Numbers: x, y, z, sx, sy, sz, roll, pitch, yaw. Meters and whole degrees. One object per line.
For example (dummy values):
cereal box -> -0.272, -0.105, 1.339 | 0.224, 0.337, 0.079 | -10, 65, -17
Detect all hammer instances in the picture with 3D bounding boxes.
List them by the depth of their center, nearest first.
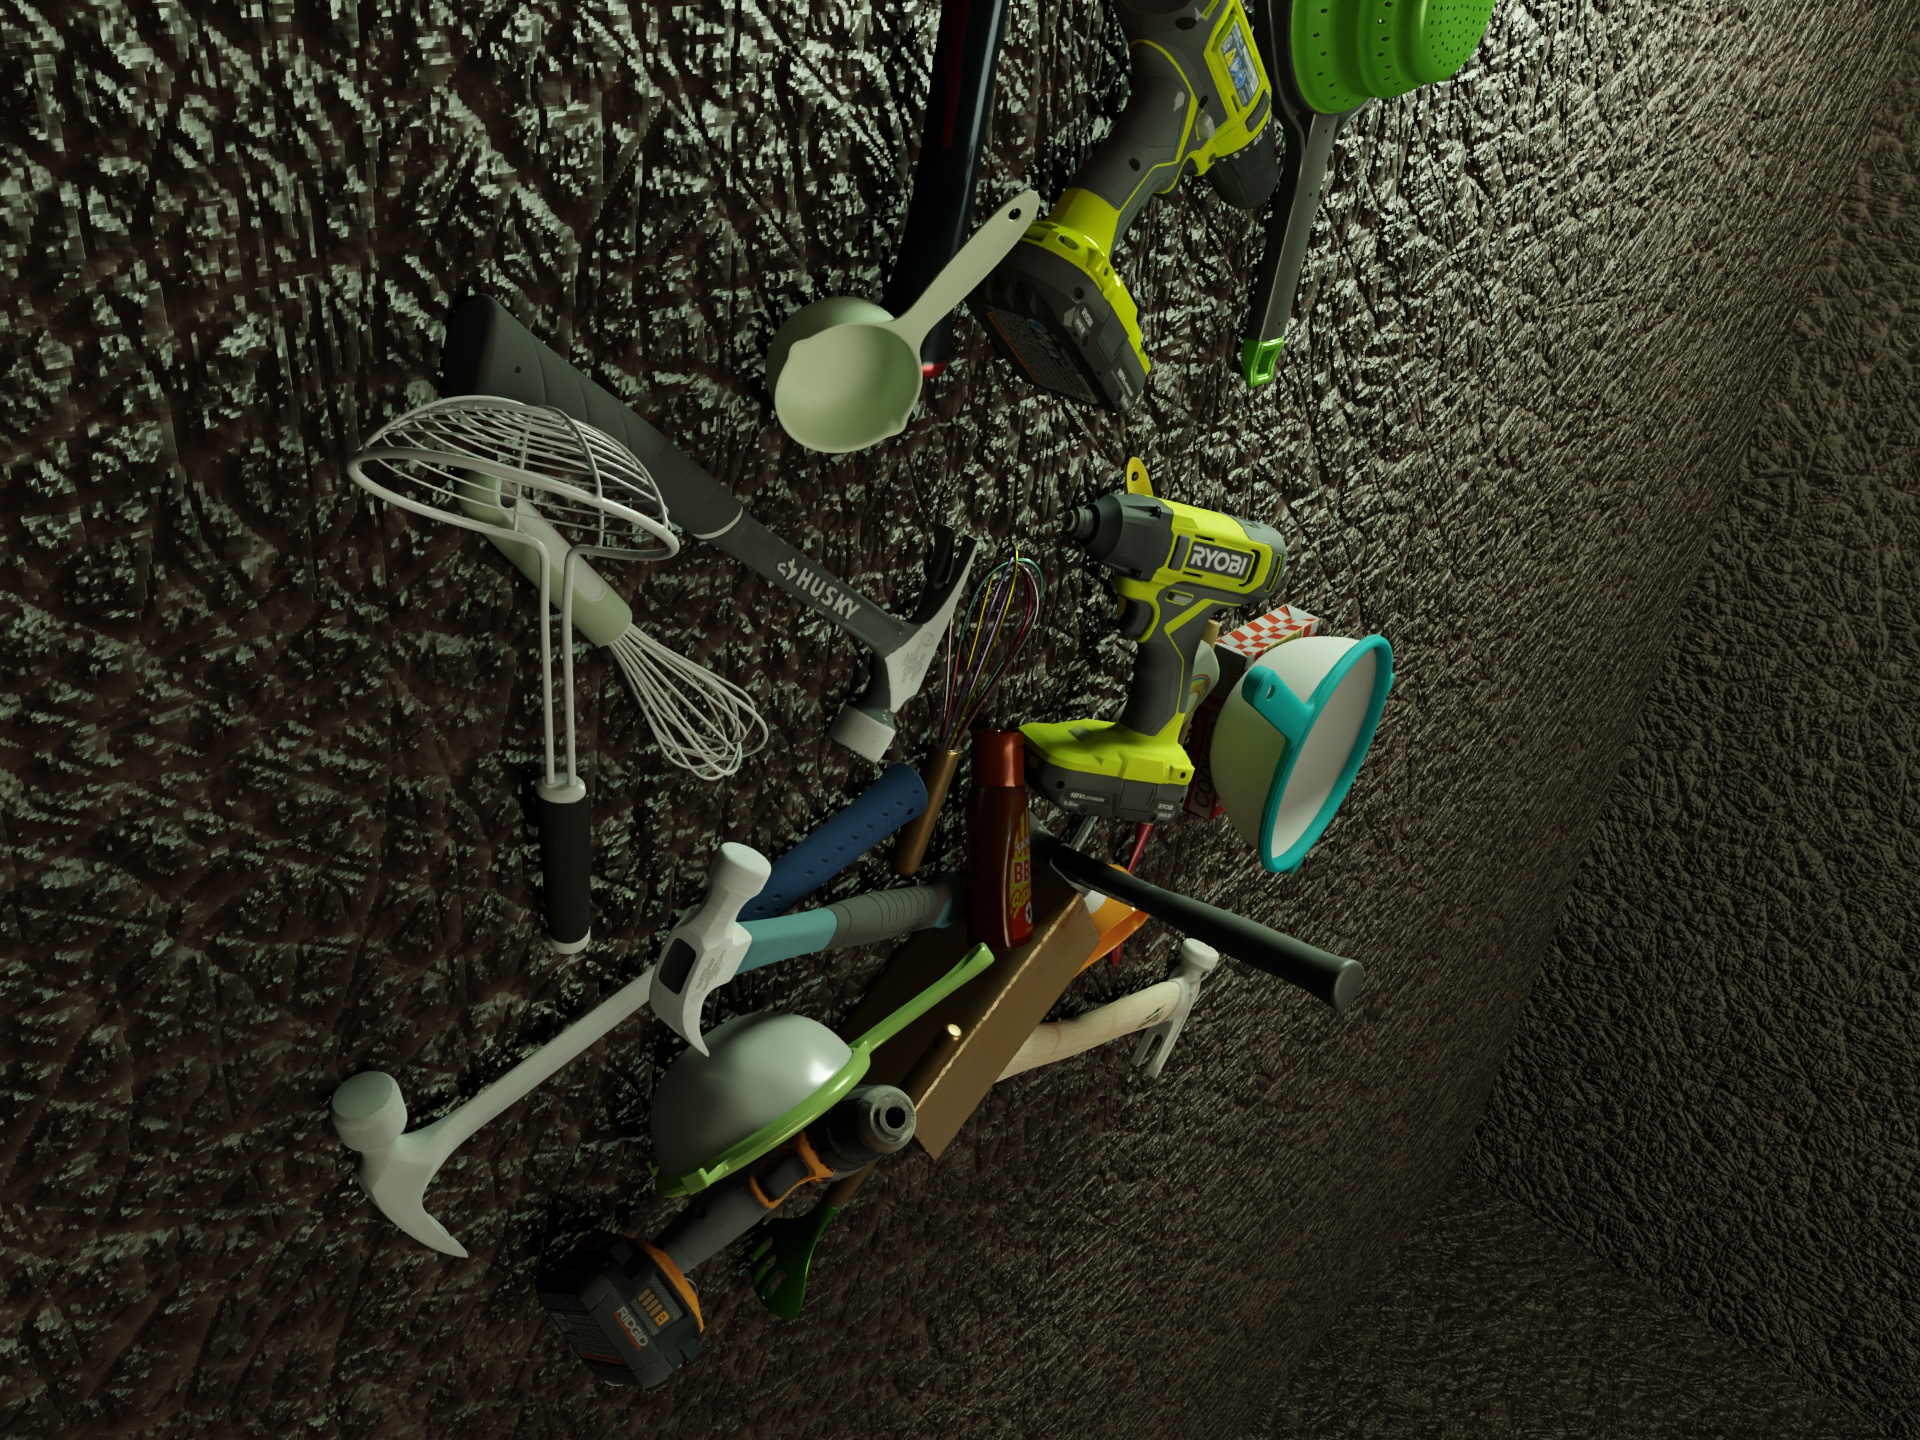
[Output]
hammer -> 0.020, -0.334, 0.725 | 0.038, 0.143, 0.386 | -27, 140, -43
hammer -> -0.110, -0.099, 0.811 | 0.149, 0.036, 0.408 | -60, 149, -3
hammer -> -0.168, 0.147, 0.927 | 0.405, 0.035, 0.144 | -36, 141, -35
hammer -> -0.077, 0.125, 0.970 | 0.128, 0.033, 0.331 | -60, 158, 12
hammer -> 0.142, 0.126, 1.089 | 0.146, 0.335, 0.035 | 44, 76, -33
hammer -> 0.119, 0.285, 1.437 | 0.410, 0.038, 0.146 | 3, 114, -60

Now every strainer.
strainer -> -0.094, 0.195, 0.994 | 0.256, 0.069, 0.151 | -33, -179, -22
strainer -> 0.241, -0.002, 1.255 | 0.211, 0.095, 0.340 | -63, 153, -1

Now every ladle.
ladle -> 0.166, 0.064, 1.354 | 0.069, 0.031, 0.315 | -43, 151, -71

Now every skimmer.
skimmer -> -0.190, 0.008, 0.707 | 0.090, 0.127, 0.363 | -79, 180, -47

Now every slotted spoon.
slotted spoon -> -0.078, 0.313, 1.099 | 0.031, 0.070, 0.313 | 6, 129, -38

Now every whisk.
whisk -> -0.165, -0.042, 0.769 | 0.246, 0.059, 0.058 | 54, 30, -52
whisk -> -0.002, -0.004, 1.045 | 0.051, 0.047, 0.245 | -3, 122, -41

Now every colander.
colander -> 0.271, -0.404, 1.058 | 0.204, 0.095, 0.396 | -25, 134, -44

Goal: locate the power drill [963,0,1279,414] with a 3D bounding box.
power drill -> 0.109, -0.300, 0.928 | 0.228, 0.080, 0.190 | -60, 149, -6

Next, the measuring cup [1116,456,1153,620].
measuring cup -> 0.131, -0.125, 1.158 | 0.062, 0.029, 0.156 | -34, 129, -23

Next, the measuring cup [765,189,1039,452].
measuring cup -> -0.029, -0.204, 0.783 | 0.167, 0.038, 0.083 | -42, 137, 16

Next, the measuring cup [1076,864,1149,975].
measuring cup -> 0.087, 0.186, 1.330 | 0.173, 0.052, 0.095 | -47, 160, 29

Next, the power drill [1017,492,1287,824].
power drill -> 0.121, -0.047, 1.128 | 0.171, 0.080, 0.223 | 9, 107, -29

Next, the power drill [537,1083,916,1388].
power drill -> -0.135, 0.304, 0.986 | 0.226, 0.084, 0.185 | -36, -177, -33
